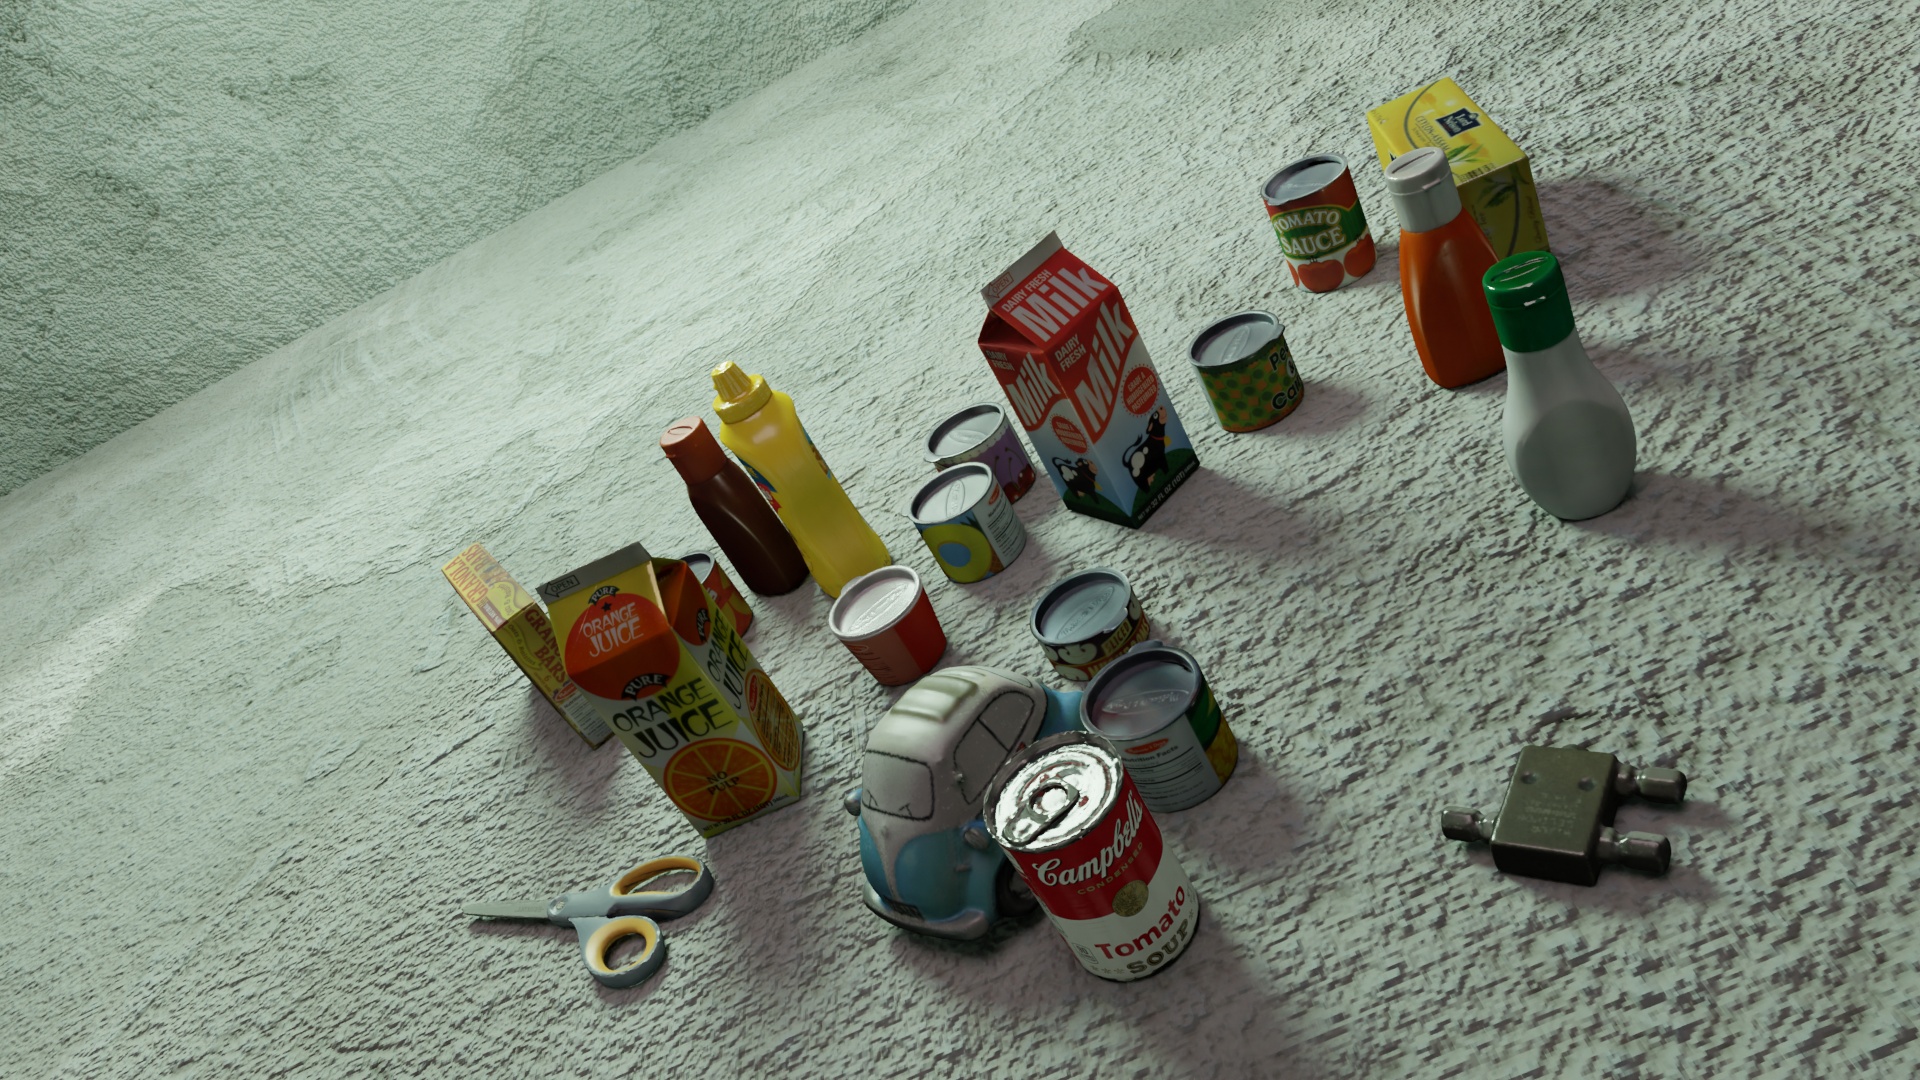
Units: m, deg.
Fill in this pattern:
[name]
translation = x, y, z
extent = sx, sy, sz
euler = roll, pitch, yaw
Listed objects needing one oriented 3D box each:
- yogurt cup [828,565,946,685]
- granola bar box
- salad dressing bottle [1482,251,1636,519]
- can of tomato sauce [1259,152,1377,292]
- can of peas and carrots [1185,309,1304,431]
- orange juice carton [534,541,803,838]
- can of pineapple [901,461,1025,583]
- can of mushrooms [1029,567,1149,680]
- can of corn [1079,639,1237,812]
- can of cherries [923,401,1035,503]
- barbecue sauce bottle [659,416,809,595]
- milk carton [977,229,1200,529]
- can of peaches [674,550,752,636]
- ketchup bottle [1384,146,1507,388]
[yogurt cup]
translation = -0.045, 0.058, 0.911
extent = 0.072, 0.053, 0.073
euler = -22, 32, 14
[granola bar box]
translation = -0.324, 0.077, 1.050
extent = 0.039, 0.123, 0.166
euler = -40, 32, -16
[salad dressing bottle]
translation = 0.308, -0.079, 0.721
extent = 0.064, 0.147, 0.044
euler = -21, 32, 16
[can of tomato sauce]
translation = 0.271, -0.238, 1.050
extent = 0.071, 0.082, 0.071
euler = -22, 31, 14
[can of peas and carrots]
translation = 0.199, -0.117, 0.957
extent = 0.071, 0.058, 0.071
euler = -22, 31, 14
[orange juice carton]
translation = -0.173, 0.084, 0.846
extent = 0.072, 0.192, 0.073
euler = -24, 31, 11
[can of pineapple]
translation = 0.003, -0.012, 0.969
extent = 0.071, 0.057, 0.071
euler = -22, 32, 14
[can of mushrooms]
translation = 0.079, 0.051, 0.836
extent = 0.071, 0.033, 0.071
euler = -22, 32, 14
[can of corn]
translation = 0.104, 0.096, 0.724
extent = 0.071, 0.058, 0.071
euler = -22, 31, 14
[can of cherries]
translation = 0.013, -0.059, 1.030
extent = 0.071, 0.058, 0.072
euler = -22, 31, 14
[barbecue sauce bottle]
translation = -0.173, -0.025, 1.049
extent = 0.065, 0.148, 0.044
euler = 4, 45, 44
[milk carton]
translation = 0.078, -0.105, 0.913
extent = 0.072, 0.190, 0.073
euler = -43, 33, -21
[can of peaches]
translation = -0.199, 0.051, 1.048
extent = 0.071, 0.058, 0.071
euler = -22, 32, 14
[ketchup bottle]
translation = 0.301, -0.168, 0.857
extent = 0.065, 0.148, 0.044
euler = -27, 30, 6
